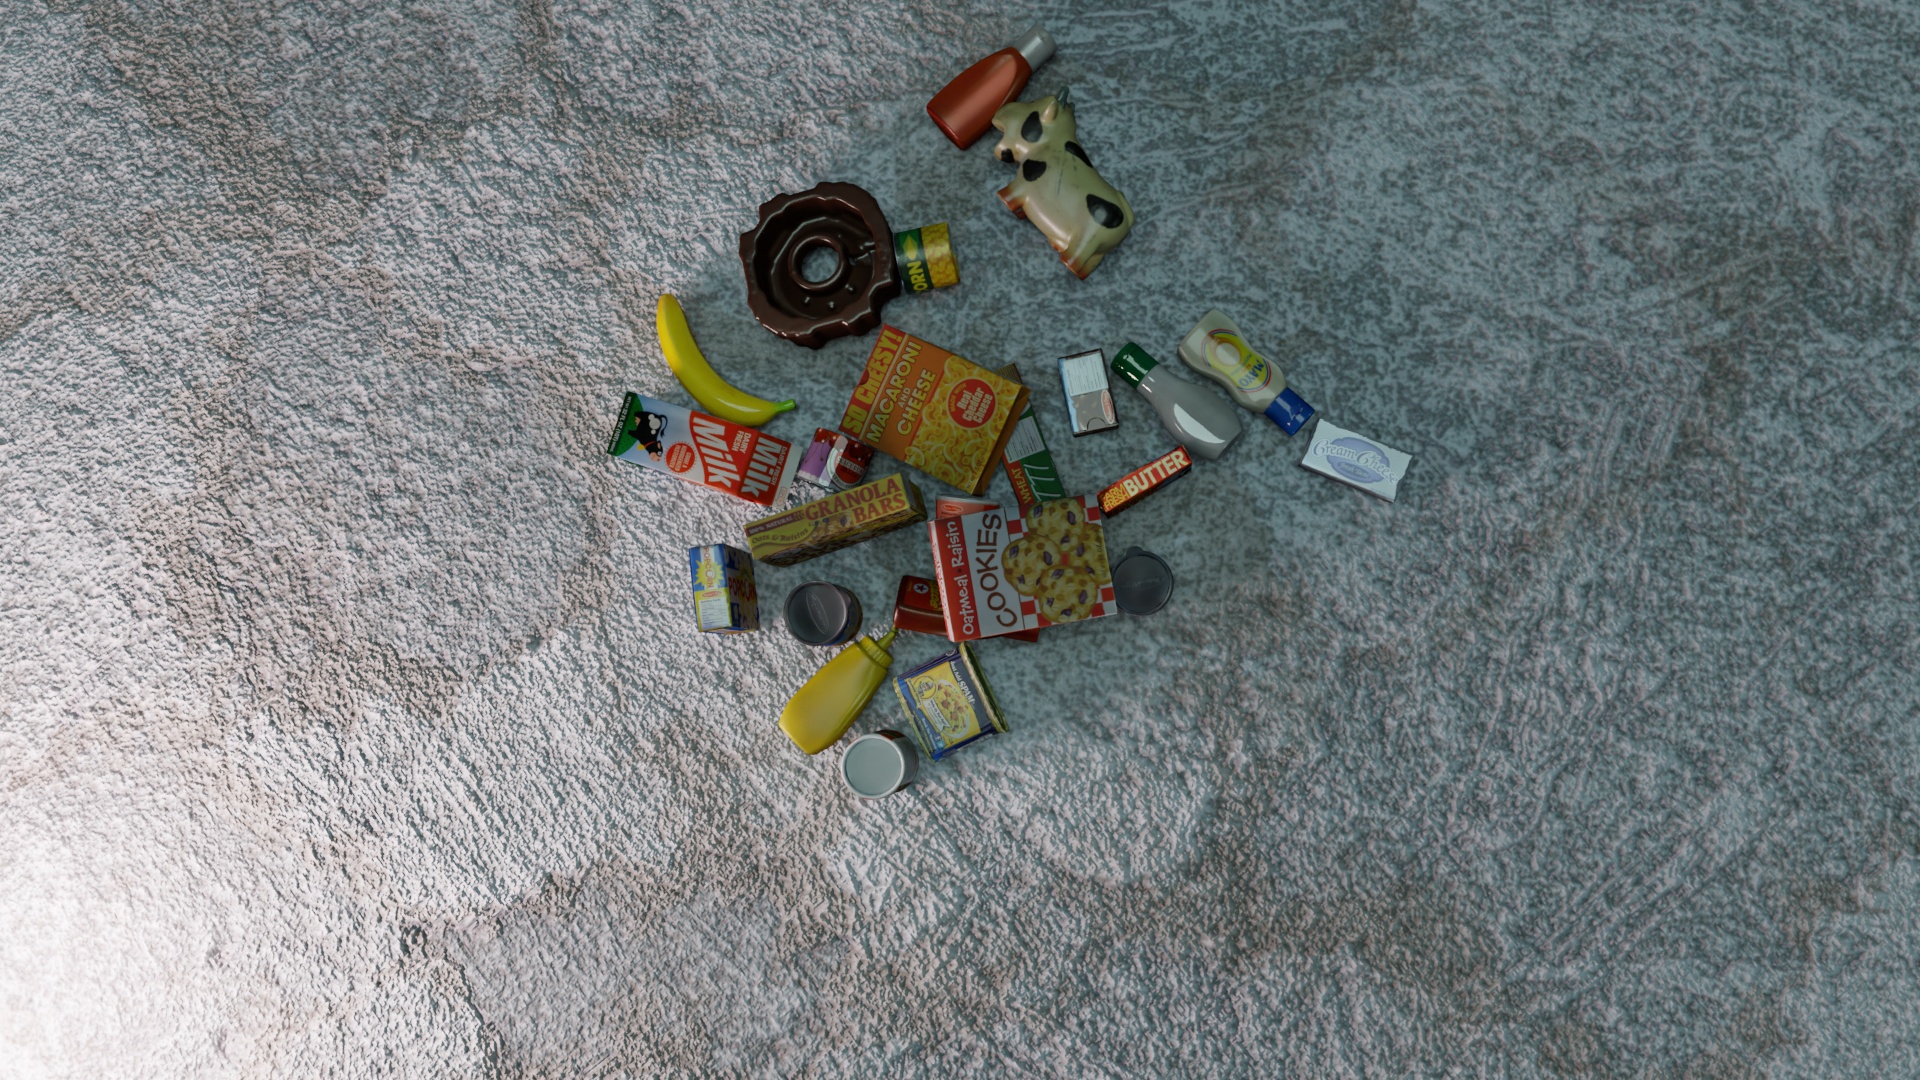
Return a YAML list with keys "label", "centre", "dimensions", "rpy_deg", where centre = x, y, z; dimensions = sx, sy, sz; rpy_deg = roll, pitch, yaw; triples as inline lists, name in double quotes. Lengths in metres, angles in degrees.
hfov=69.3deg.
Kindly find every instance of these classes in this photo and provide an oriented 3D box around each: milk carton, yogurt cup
- label: "milk carton"
  centre: [-0.264, -0.092, 1.462]
  dimensions: [0.191, 0.073, 0.072]
  rpy_deg: [17, 87, 8]
- label: "yogurt cup"
  centre: [0.005, -0.018, 1.427]
  dimensions: [0.072, 0.072, 0.054]
  rpy_deg: [7, 94, 8]

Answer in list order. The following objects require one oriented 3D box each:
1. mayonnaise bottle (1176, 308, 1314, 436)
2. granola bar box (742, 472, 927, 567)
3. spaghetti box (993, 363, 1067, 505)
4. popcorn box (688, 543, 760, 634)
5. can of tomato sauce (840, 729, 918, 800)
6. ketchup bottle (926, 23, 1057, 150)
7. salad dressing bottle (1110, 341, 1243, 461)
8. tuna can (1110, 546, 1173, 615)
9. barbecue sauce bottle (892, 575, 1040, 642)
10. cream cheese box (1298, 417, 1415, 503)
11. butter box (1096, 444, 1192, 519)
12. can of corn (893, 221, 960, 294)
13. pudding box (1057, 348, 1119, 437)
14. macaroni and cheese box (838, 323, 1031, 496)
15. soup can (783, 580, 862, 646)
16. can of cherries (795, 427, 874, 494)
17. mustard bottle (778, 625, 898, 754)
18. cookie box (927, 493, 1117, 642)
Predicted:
- label: "mayonnaise bottle"
  centre: [0.294, -0.168, 1.417]
  dimensions: [0.148, 0.041, 0.065]
  rpy_deg: [42, 89, 10]
- label: "granola bar box"
  centre: [-0.123, -0.018, 1.411]
  dimensions: [0.165, 0.124, 0.039]
  rpy_deg: [-18, 83, 5]
- label: "spaghetti box"
  centre: [0.078, -0.059, 1.439]
  dimensions: [0.050, 0.028, 0.250]
  rpy_deg: [-21, 82, 5]
- label: "popcorn box"
  centre: [-0.240, 0.051, 1.418]
  dimensions: [0.038, 0.126, 0.085]
  rpy_deg: [-9, 84, 3]
- label: "can of tomato sauce"
  centre: [-0.083, 0.226, 1.402]
  dimensions: [0.071, 0.083, 0.071]
  rpy_deg: [-1, 84, 7]
- label: "ketchup bottle"
  centre: [0.037, -0.488, 1.481]
  dimensions: [0.149, 0.043, 0.065]
  rpy_deg: [-42, 82, 1]
- label: "salad dressing bottle"
  centre: [0.220, -0.144, 1.422]
  dimensions: [0.148, 0.043, 0.064]
  rpy_deg: [43, 69, 13]
- label: "tuna can"
  centre: [0.183, 0.042, 1.414]
  dimensions: [0.071, 0.033, 0.071]
  rpy_deg: [-1, 84, 7]
- label: "barbecue sauce bottle"
  centre: [0.008, 0.074, 1.420]
  dimensions: [0.149, 0.065, 0.043]
  rpy_deg: [10, 124, 1]
- label: "cream cheese box"
  centre: [0.400, -0.081, 1.404]
  dimensions: [0.104, 0.024, 0.053]
  rpy_deg: [23, 87, 9]
- label: "butter box"
  centre: [0.187, -0.059, 1.413]
  dimensions: [0.103, 0.053, 0.024]
  rpy_deg: [-30, 80, 3]
- label: "can of corn"
  centre: [-0.035, -0.294, 1.457]
  dimensions: [0.058, 0.071, 0.071]
  rpy_deg: [-12, 83, 5]
- label: "pudding box"
  centre: [0.132, -0.152, 1.441]
  dimensions: [0.050, 0.030, 0.084]
  rpy_deg: [-13, 83, 5]
- label: "macaroni and cheese box"
  centre: [-0.028, -0.136, 1.435]
  dimensions: [0.166, 0.040, 0.123]
  rpy_deg: [26, 96, 17]
- label: "soup can"
  centre: [-0.137, 0.075, 1.424]
  dimensions: [0.071, 0.083, 0.071]
  rpy_deg: [-1, 85, 7]
- label: "can of cherries"
  centre: [-0.128, -0.079, 1.446]
  dimensions: [0.071, 0.071, 0.058]
  rpy_deg: [23, 87, 9]
- label: "mustard bottle"
  centre: [-0.115, 0.147, 1.431]
  dimensions: [0.065, 0.049, 0.160]
  rpy_deg: [43, 90, 9]
- label: "cookie box"
  centre: [0.061, 0.027, 1.379]
  dimensions: [0.168, 0.040, 0.123]
  rpy_deg: [-9, 88, -7]
